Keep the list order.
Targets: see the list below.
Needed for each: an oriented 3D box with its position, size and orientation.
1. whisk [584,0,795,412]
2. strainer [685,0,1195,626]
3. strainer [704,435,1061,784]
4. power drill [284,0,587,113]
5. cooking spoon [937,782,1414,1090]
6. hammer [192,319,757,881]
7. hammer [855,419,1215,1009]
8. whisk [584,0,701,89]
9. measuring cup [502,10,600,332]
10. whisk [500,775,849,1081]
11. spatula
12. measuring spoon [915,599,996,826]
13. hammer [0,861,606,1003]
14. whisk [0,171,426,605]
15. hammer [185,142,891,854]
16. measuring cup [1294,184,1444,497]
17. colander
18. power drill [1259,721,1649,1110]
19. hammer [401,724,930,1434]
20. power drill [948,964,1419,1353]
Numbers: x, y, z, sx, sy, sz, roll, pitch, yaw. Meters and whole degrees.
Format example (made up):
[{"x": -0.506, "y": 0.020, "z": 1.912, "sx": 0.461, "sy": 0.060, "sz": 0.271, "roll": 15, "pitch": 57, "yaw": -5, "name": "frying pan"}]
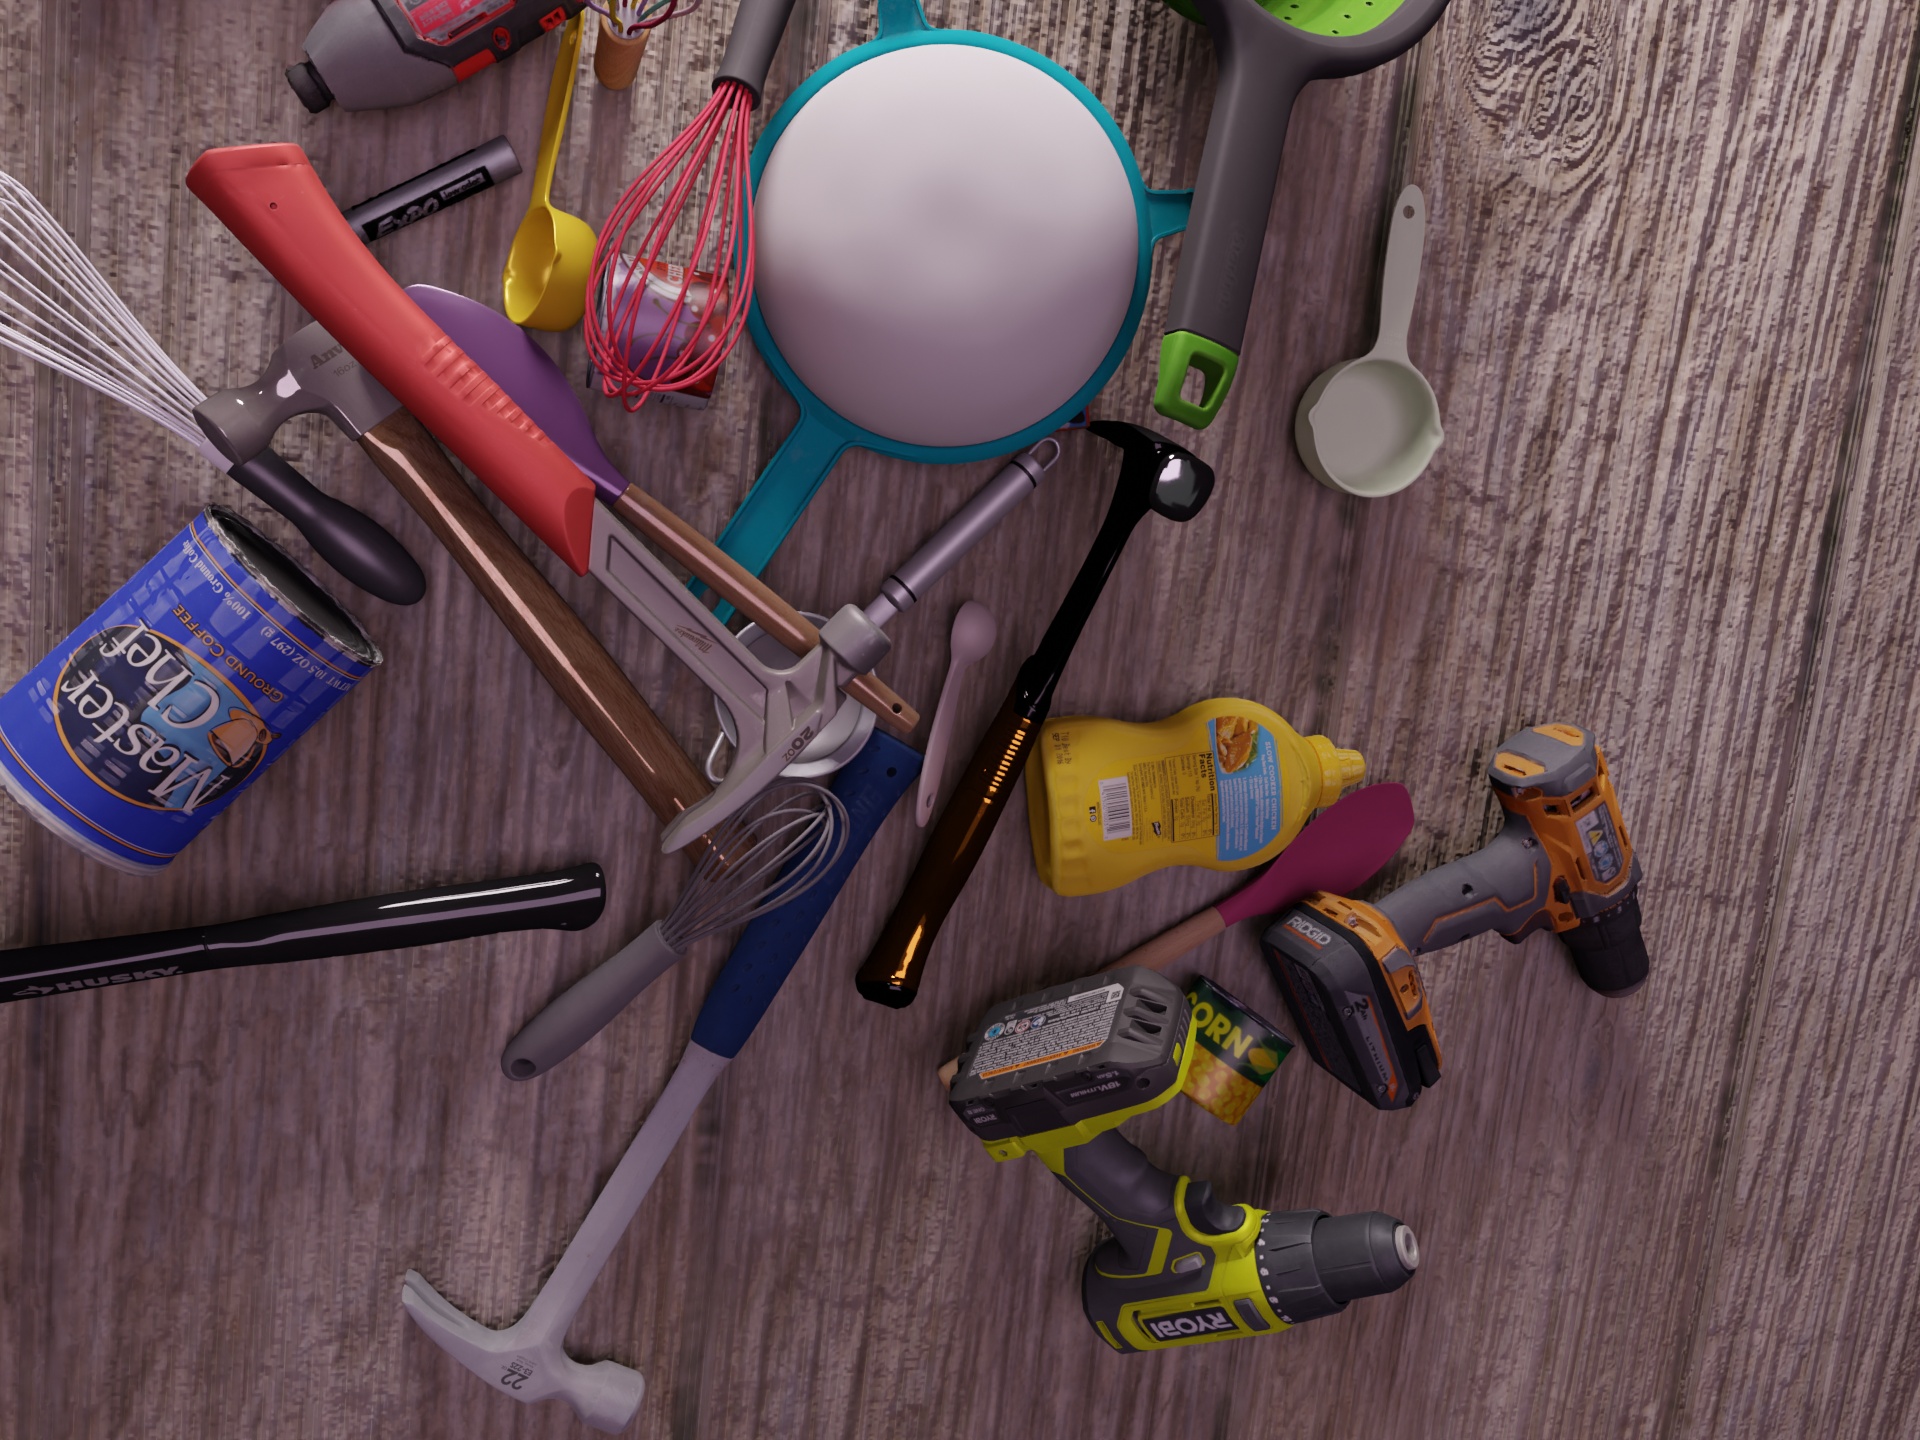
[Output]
[{"x": -0.107, "y": -0.271, "z": 0.725, "sx": 0.073, "sy": 0.073, "sz": 0.296, "roll": 20, "pitch": 71, "yaw": -17, "name": "whisk"}, {"x": -0.043, "y": -0.177, "z": 0.766, "sx": 0.211, "sy": 0.095, "sz": 0.340, "roll": 34, "pitch": 96, "yaw": -8, "name": "strainer"}, {"x": -0.038, "y": -0.059, "z": 0.830, "sx": 0.258, "sy": 0.050, "sz": 0.087, "roll": -44, "pitch": 99, "yaw": -9, "name": "strainer"}, {"x": -0.278, "y": -0.383, "z": 0.694, "sx": 0.143, "sy": 0.079, "sz": 0.219, "roll": -34, "pitch": 109, "yaw": -6, "name": "power drill"}, {"x": 0.127, "y": 0.126, "z": 0.915, "sx": 0.319, "sy": 0.017, "sz": 0.068, "roll": -30, "pitch": 125, "yaw": -8, "name": "cooking spoon"}, {"x": -0.206, "y": -0.053, "z": 0.779, "sx": 0.130, "sy": 0.031, "sz": 0.331, "roll": -46, "pitch": 114, "yaw": -24, "name": "hammer"}, {"x": 0.026, "y": 0.002, "z": 0.839, "sx": 0.034, "sy": 0.127, "sz": 0.337, "roll": 22, "pitch": 103, "yaw": -19, "name": "hammer"}, {"x": -0.133, "y": -0.297, "z": 0.655, "sx": 0.051, "sy": 0.245, "sz": 0.047, "roll": -4, "pitch": 101, "yaw": -14, "name": "whisk"}, {"x": -0.185, "y": -0.261, "z": 0.758, "sx": 0.029, "sy": 0.062, "sz": 0.156, "roll": 12, "pitch": 85, "yaw": -38, "name": "measuring cup"}, {"x": -0.150, "y": 0.110, "z": 0.804, "sx": 0.239, "sy": 0.055, "sz": 0.055, "roll": -40, "pitch": 108, "yaw": 13, "name": "whisk"}, {"x": -0.141, "y": -0.094, "z": 0.765, "sx": 0.315, "sy": 0.018, "sz": 0.060, "roll": 39, "pitch": 72, "yaw": -16, "name": "spatula"}, {"x": -0.001, "y": -0.003, "z": 0.841, "sx": 0.018, "sy": 0.034, "sz": 0.124, "roll": 12, "pitch": 84, "yaw": 24, "name": "measuring spoon"}, {"x": -0.337, "y": 0.103, "z": 0.750, "sx": 0.334, "sy": 0.146, "sz": 0.035, "roll": -6, "pitch": 65, "yaw": -21, "name": "hammer"}, {"x": -0.360, "y": -0.148, "z": 0.723, "sx": 0.284, "sy": 0.070, "sz": 0.070, "roll": 41, "pitch": 88, "yaw": -22, "name": "whisk"}, {"x": -0.202, "y": -0.106, "z": 0.720, "sx": 0.149, "sy": 0.037, "sz": 0.359, "roll": -44, "pitch": 107, "yaw": 1, "name": "hammer"}, {"x": 0.228, "y": -0.207, "z": 0.876, "sx": 0.083, "sy": 0.038, "sz": 0.167, "roll": 6, "pitch": 96, "yaw": -16, "name": "measuring cup"}, {"x": 0.127, "y": -0.329, "z": 0.769, "sx": 0.204, "sy": 0.094, "sz": 0.397, "roll": 16, "pitch": 84, "yaw": -29, "name": "colander"}, {"x": 0.305, "y": 0.132, "z": 0.934, "sx": 0.226, "sy": 0.084, "sz": 0.185, "roll": -33, "pitch": 114, "yaw": -12, "name": "power drill"}, {"x": -0.143, "y": 0.181, "z": 0.846, "sx": 0.144, "sy": 0.035, "sz": 0.405, "roll": 31, "pitch": 91, "yaw": -18, "name": "hammer"}, {"x": 0.117, "y": 0.245, "z": 0.856, "sx": 0.190, "sy": 0.080, "sz": 0.228, "roll": -22, "pitch": 113, "yaw": 31, "name": "power drill"}]
